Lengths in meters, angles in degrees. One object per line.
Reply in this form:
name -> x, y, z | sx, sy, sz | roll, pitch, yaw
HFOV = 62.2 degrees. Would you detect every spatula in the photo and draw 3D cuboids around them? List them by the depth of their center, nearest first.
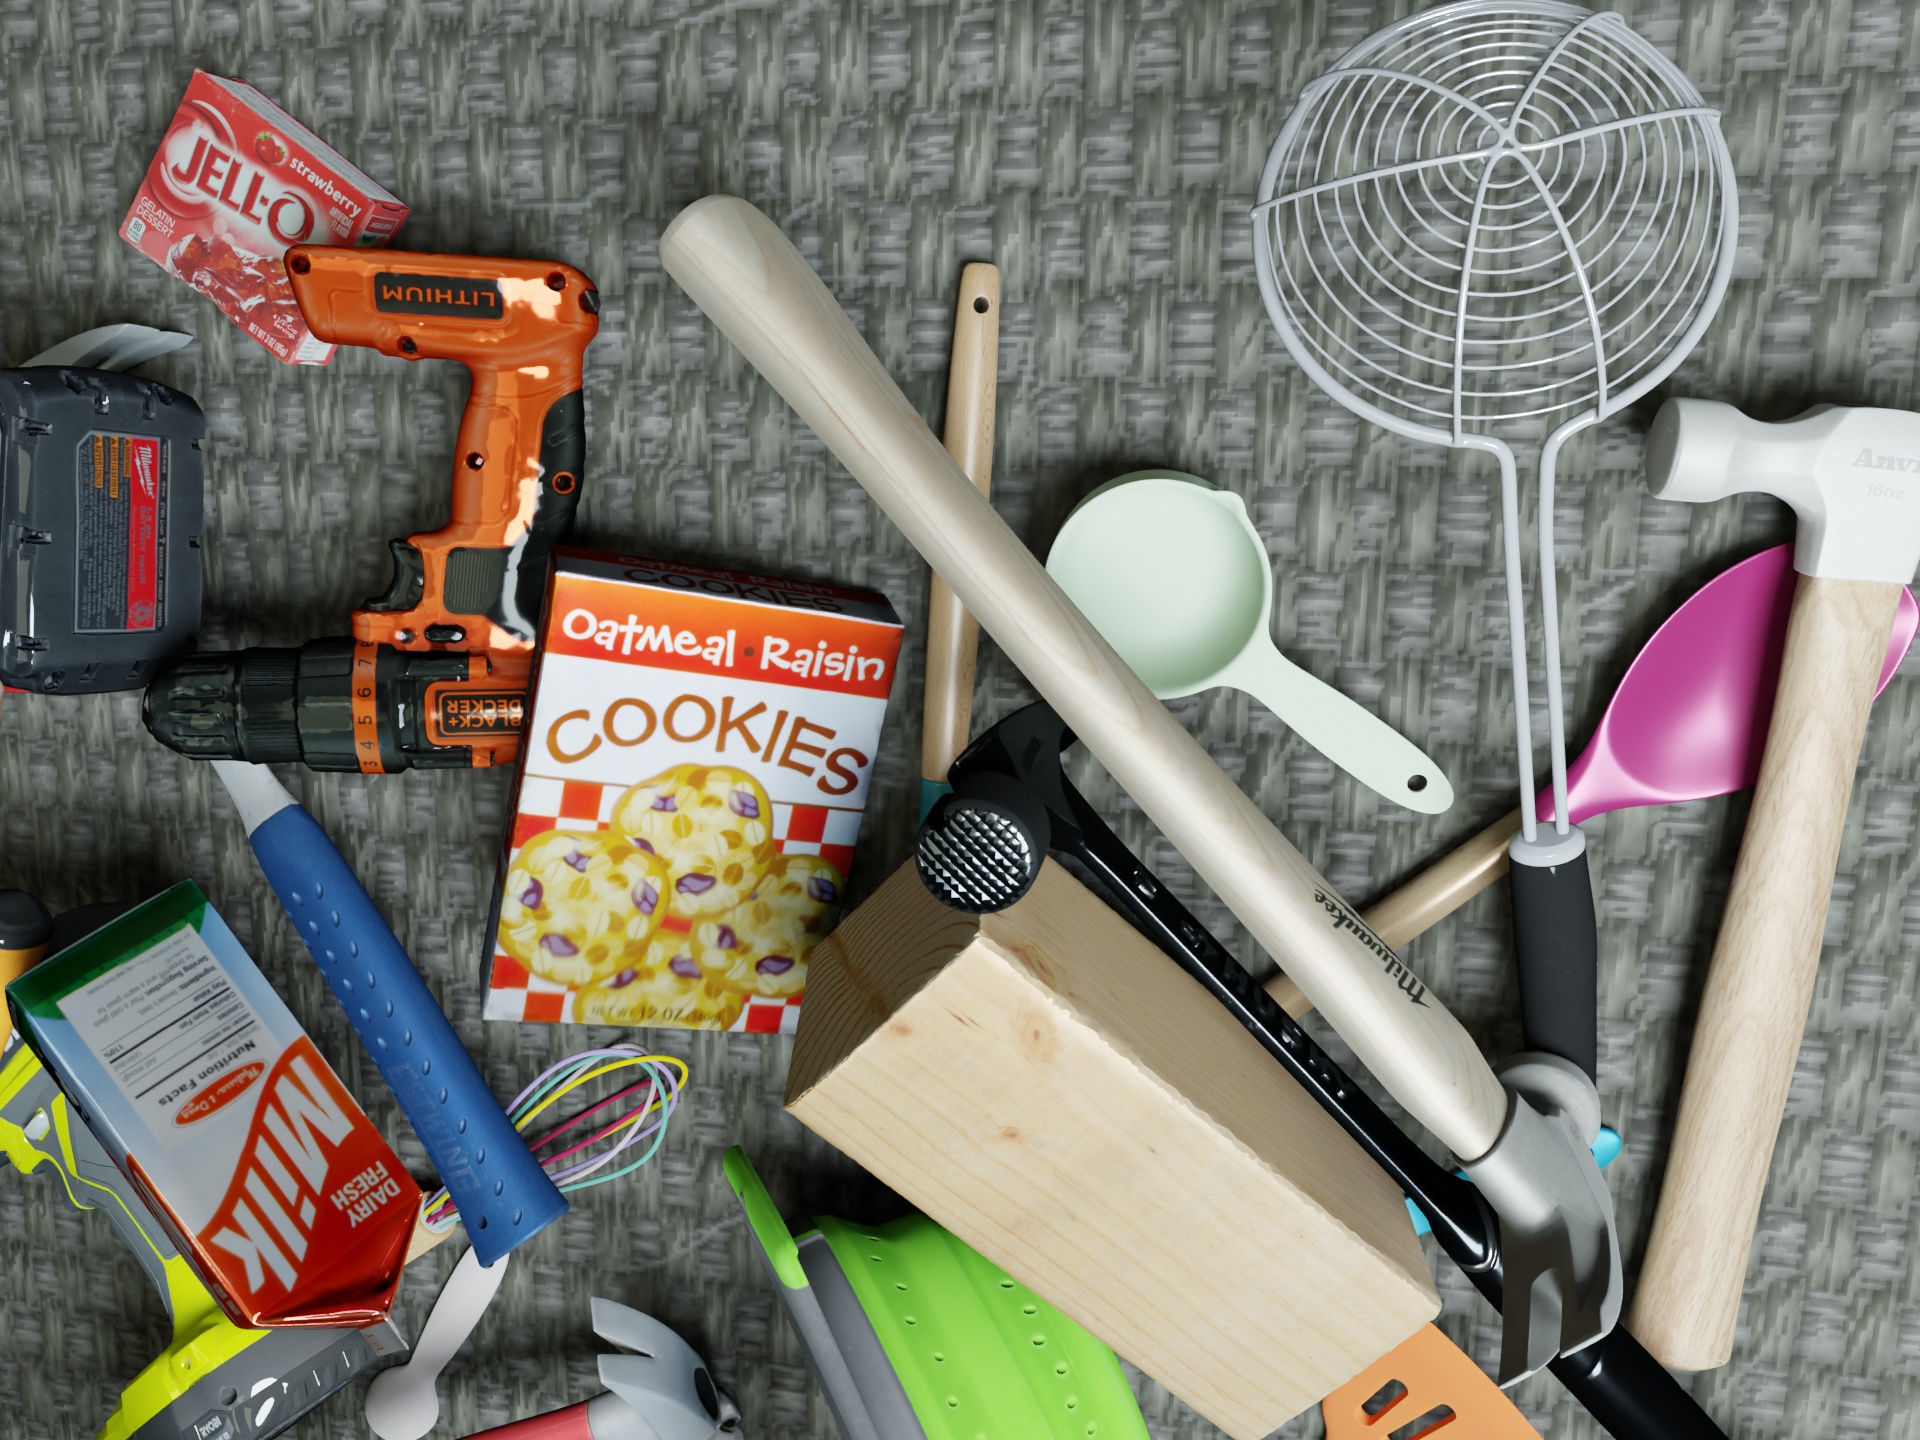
spatula -> -0.001, -0.002, 0.574 | 0.082, 0.044, 0.317 | 2, 101, -11
spatula -> 0.094, 0.344, 0.624 | 0.081, 0.041, 0.322 | 46, 110, 15

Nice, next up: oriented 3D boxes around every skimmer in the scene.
skimmer -> 0.174, -0.027, 0.497 | 0.127, 0.090, 0.363 | -10, 120, 10

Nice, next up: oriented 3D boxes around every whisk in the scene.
whisk -> -0.204, 0.201, 0.671 | 0.245, 0.047, 0.051 | -35, 84, 22

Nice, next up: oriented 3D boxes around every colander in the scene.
colander -> 0.034, 0.322, 0.592 | 0.094, 0.204, 0.397 | -24, 102, -15

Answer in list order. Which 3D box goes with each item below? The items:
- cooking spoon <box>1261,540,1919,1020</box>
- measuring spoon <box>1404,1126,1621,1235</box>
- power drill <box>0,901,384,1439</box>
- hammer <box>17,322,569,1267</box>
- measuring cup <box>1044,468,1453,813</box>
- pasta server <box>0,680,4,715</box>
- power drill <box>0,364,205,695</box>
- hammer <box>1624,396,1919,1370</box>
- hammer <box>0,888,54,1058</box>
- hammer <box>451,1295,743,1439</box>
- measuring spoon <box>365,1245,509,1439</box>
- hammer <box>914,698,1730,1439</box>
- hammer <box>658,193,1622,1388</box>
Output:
cooking spoon -> 0.179, 0.049, 0.553 | 0.319, 0.017, 0.068 | -40, 98, 18
measuring spoon -> 0.179, 0.179, 0.577 | 0.128, 0.021, 0.042 | -29, 93, 19
power drill -> -0.365, 0.216, 0.683 | 0.190, 0.080, 0.228 | -40, 80, 25
hammer -> -0.273, 0.028, 0.628 | 0.144, 0.035, 0.405 | -36, 84, 17
measuring cup -> 0.103, -0.023, 0.553 | 0.167, 0.038, 0.083 | 35, 109, -9
pasta server -> -0.418, 0.068, 0.635 | 0.040, 0.060, 0.316 | 39, 131, -7
power drill -> -0.399, -0.084, 0.602 | 0.220, 0.078, 0.143 | 7, 97, 20
hammer -> 0.267, 0.065, 0.519 | 0.130, 0.031, 0.331 | 5, 106, 5
hammer -> -0.443, 0.211, 0.660 | 0.127, 0.034, 0.336 | 39, 110, 19
hammer -> -0.287, 0.314, 0.613 | 0.386, 0.038, 0.143 | -17, 142, -2
measuring spoon -> -0.232, 0.274, 0.702 | 0.034, 0.018, 0.124 | 33, 106, 6
hammer -> 0.149, 0.147, 0.517 | 0.409, 0.149, 0.036 | 46, 113, -5
hammer -> 0.048, 0.004, 0.475 | 0.038, 0.146, 0.410 | -42, 87, 23
